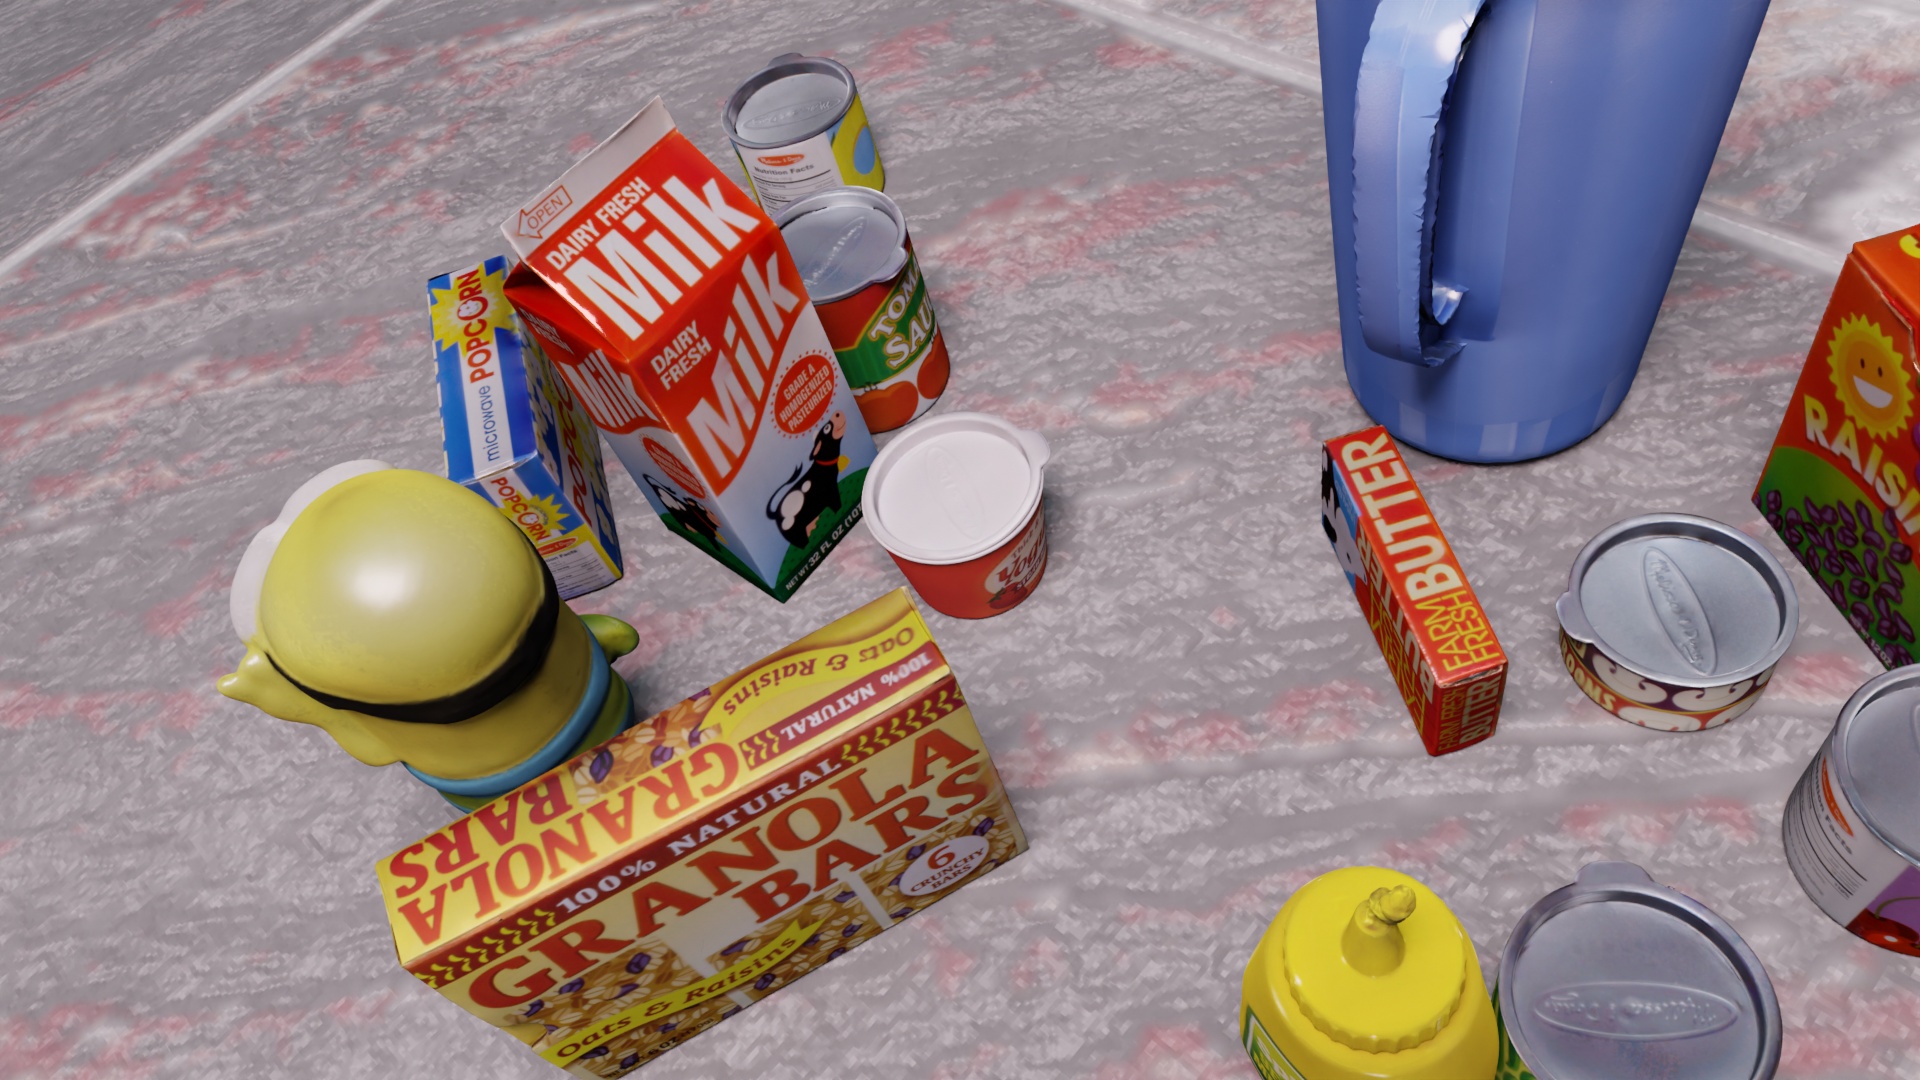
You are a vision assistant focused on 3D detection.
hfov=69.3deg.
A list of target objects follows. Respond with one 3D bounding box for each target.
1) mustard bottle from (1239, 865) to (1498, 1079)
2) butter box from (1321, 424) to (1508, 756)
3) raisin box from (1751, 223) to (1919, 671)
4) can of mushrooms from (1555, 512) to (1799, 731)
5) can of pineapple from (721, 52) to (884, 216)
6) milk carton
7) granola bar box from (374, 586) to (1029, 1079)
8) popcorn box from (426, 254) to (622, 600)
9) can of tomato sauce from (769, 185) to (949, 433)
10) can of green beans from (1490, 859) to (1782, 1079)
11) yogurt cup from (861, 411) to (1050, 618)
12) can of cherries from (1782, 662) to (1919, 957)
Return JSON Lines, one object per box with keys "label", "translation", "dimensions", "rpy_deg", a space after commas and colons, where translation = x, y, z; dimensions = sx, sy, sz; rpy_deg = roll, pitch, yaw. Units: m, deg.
{"label": "mustard bottle", "translation": [0.100, 0.116, 0.345], "dimensions": [0.049, 0.159, 0.065], "rpy_deg": [-38, 55, -13]}
{"label": "butter box", "translation": [0.151, 0.016, 0.471], "dimensions": [0.024, 0.053, 0.104], "rpy_deg": [-17, 53, 3]}
{"label": "raisin box", "translation": [0.292, -0.024, 0.418], "dimensions": [0.040, 0.123, 0.086], "rpy_deg": [-18, 53, 2]}
{"label": "can of mushrooms", "translation": [0.230, 0.027, 0.454], "dimensions": [0.071, 0.033, 0.071], "rpy_deg": [-7, 54, 10]}
{"label": "can of pineapple", "translation": [-0.075, -0.193, 0.678], "dimensions": [0.071, 0.057, 0.071], "rpy_deg": [-7, 54, 10]}
{"label": "milk carton", "translation": [-0.097, -0.066, 0.509], "dimensions": [0.073, 0.189, 0.072], "rpy_deg": [29, 67, 30]}
{"label": "granola bar box", "translation": [-0.068, 0.097, 0.426], "dimensions": [0.166, 0.123, 0.039], "rpy_deg": [-28, 53, -6]}
{"label": "popcorn box", "translation": [-0.183, -0.047, 0.584], "dimensions": [0.038, 0.085, 0.127], "rpy_deg": [-22, 53, -1]}
{"label": "can of tomato sauce", "translation": [-0.043, -0.095, 0.582], "dimensions": [0.071, 0.082, 0.071], "rpy_deg": [-7, 54, 10]}
{"label": "can of green beans", "translation": [0.178, 0.133, 0.376], "dimensions": [0.071, 0.057, 0.071], "rpy_deg": [-7, 54, 10]}
{"label": "yogurt cup", "translation": [0.002, -0.007, 0.526], "dimensions": [0.072, 0.053, 0.073], "rpy_deg": [-7, 54, 10]}
{"label": "can of cherries", "translation": [0.277, 0.077, 0.390], "dimensions": [0.071, 0.058, 0.072], "rpy_deg": [-7, 54, 10]}
